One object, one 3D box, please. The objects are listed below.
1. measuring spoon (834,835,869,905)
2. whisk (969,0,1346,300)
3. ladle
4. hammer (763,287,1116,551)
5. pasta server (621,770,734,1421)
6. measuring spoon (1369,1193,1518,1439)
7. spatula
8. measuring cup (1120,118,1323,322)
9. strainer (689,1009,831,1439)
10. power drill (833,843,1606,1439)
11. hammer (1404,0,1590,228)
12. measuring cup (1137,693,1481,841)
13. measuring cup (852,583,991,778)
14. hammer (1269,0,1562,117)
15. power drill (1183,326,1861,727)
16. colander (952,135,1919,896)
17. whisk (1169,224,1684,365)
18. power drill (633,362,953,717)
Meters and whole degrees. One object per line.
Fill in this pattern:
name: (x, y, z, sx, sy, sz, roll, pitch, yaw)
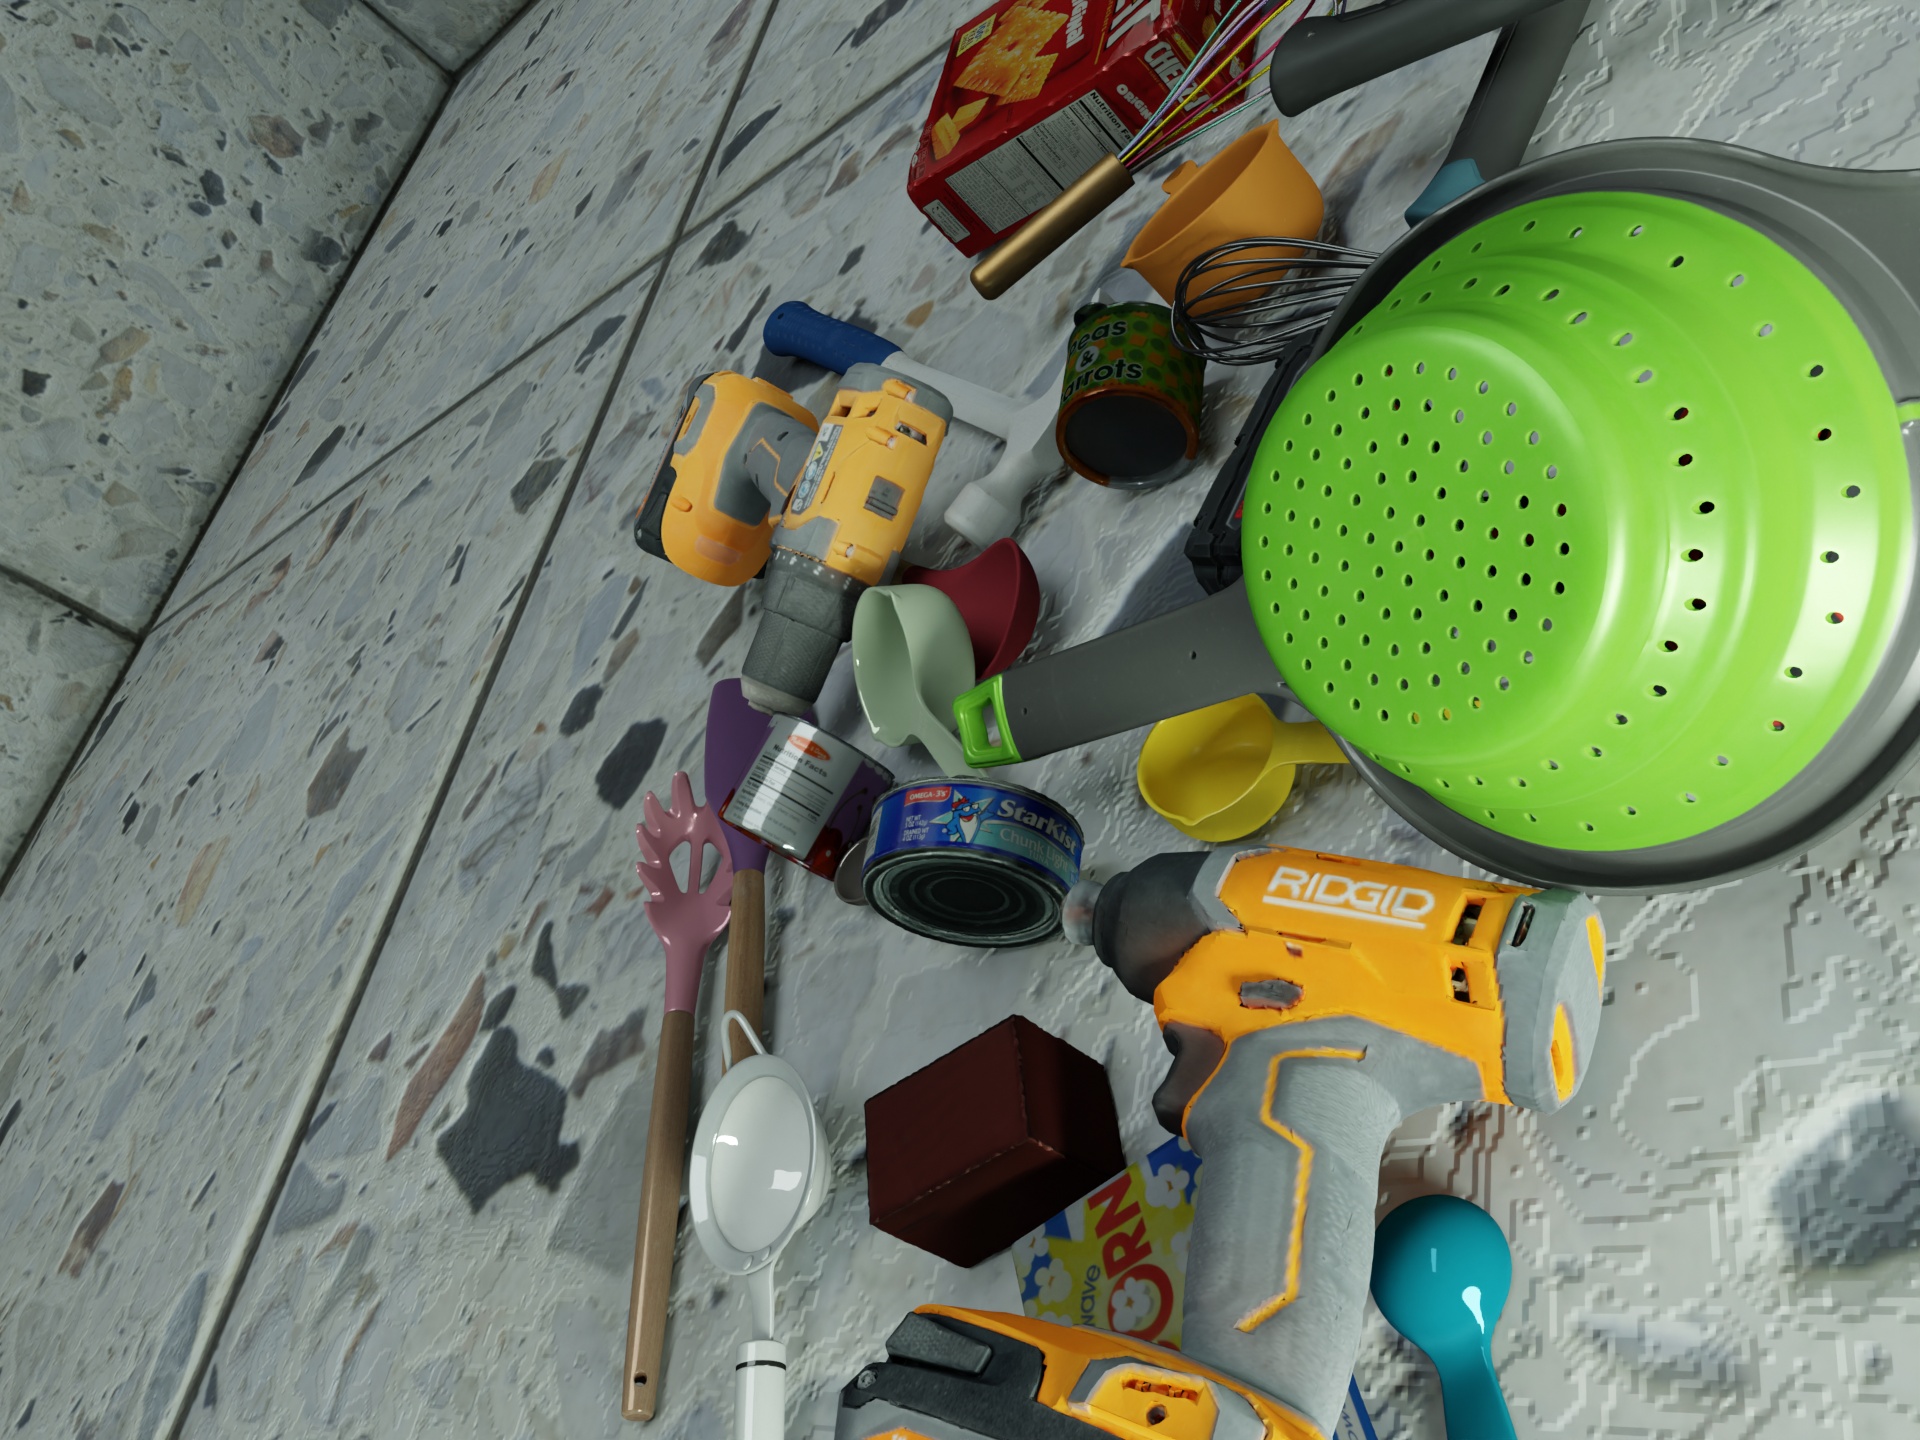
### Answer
measuring spoon: (-0.005, 0.061, 0.702, 0.124, 0.018, 0.034, -16, 48, 35)
whisk: (0.102, -0.309, 0.839, 0.245, 0.051, 0.047, -37, 18, 14)
ladle: (-0.038, -0.078, 0.852, 0.316, 0.031, 0.069, 26, 101, 59)
hammer: (-0.033, -0.214, 0.961, 0.144, 0.035, 0.406, -53, 33, 2)
pasta server: (-0.135, 0.160, 0.748, 0.040, 0.060, 0.317, 101, 171, -49)
measuring spoon: (0.130, 0.182, 0.413, 0.042, 0.021, 0.129, -33, 37, 29)
spatula: (-0.101, 0.097, 0.768, 0.060, 0.018, 0.316, -1, 50, -2)
measuring cup: (0.128, -0.246, 0.786, 0.095, 0.052, 0.174, -41, 17, 17)
strainer: (-0.075, 0.235, 0.605, 0.087, 0.050, 0.259, -35, 43, 36)
power drill: (0.063, 0.125, 0.430, 0.164, 0.084, 0.226, 7, 47, 36)
hammer: (0.272, -0.342, 0.702, 0.128, 0.033, 0.331, 6, 65, 54)
measuring cup: (0.137, 0.014, 0.564, 0.156, 0.029, 0.062, -6, 55, 34)
measuring cup: (-0.001, -0.002, 0.718, 0.168, 0.038, 0.083, 51, 143, 45)
hammer: (0.278, -0.308, 0.613, 0.335, 0.035, 0.146, -12, 52, 33)
power drill: (0.194, -0.077, 0.522, 0.220, 0.078, 0.143, 9, 66, 51)
colander: (0.094, -0.031, 0.477, 0.397, 0.094, 0.204, -19, 82, 51)
whisk: (0.185, -0.179, 0.637, 0.239, 0.055, 0.055, 2, 62, 40)
power drill: (-0.103, -0.104, 0.878, 0.226, 0.084, 0.185, 21, 89, 56)
